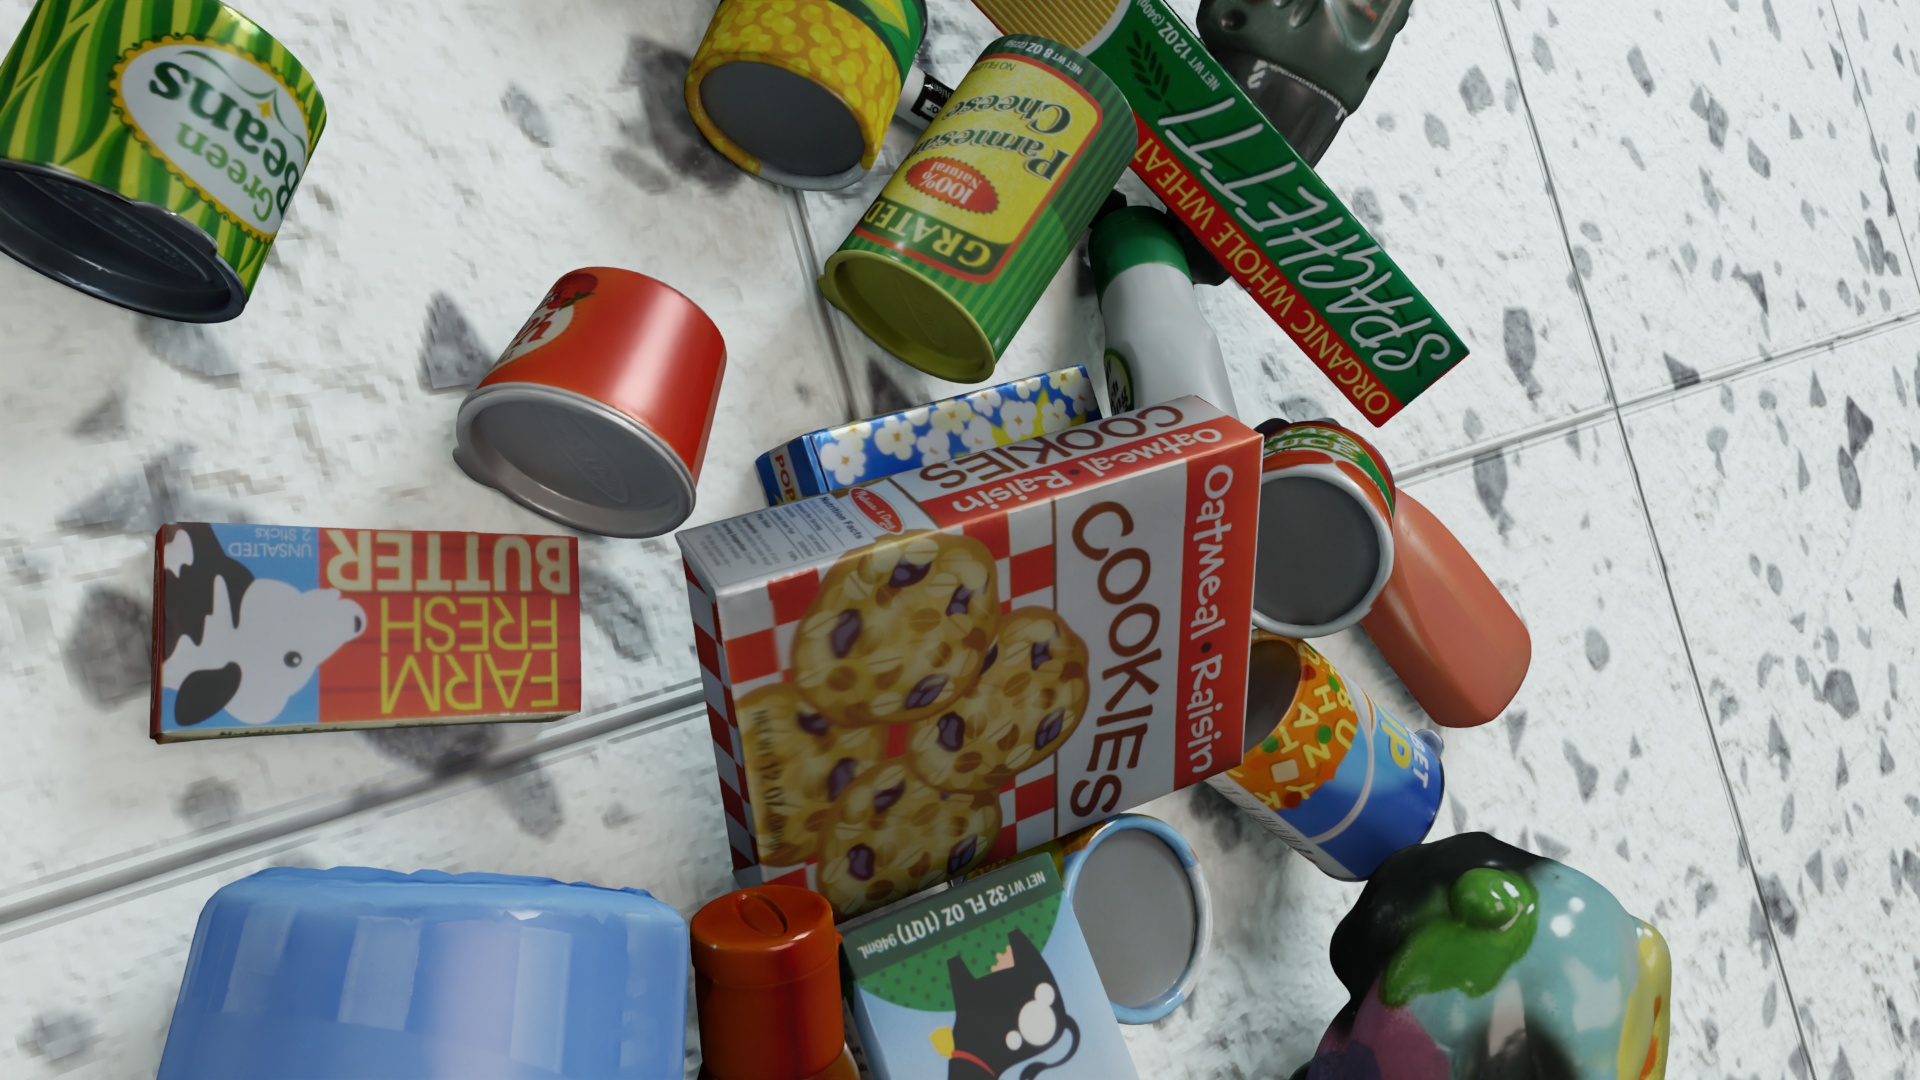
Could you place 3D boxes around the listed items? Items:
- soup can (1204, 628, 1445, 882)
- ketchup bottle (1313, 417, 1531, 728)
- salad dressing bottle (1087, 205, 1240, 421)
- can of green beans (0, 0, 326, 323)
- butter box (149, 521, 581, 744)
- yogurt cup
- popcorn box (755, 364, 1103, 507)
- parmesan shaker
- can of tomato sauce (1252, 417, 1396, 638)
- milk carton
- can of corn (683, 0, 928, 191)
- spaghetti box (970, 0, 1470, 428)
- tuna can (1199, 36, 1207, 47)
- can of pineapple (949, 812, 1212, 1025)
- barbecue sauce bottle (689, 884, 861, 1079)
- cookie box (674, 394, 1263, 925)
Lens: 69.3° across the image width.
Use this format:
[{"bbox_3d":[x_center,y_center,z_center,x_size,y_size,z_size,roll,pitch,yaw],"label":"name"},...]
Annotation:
[{"bbox_3d":[0.135,0.080,0.534,0.083,0.071,0.071,38,60,-23],"label":"soup can"},{"bbox_3d":[0.191,0.012,0.606,0.148,0.043,0.065,48,56,-17],"label":"ketchup bottle"},{"bbox_3d":[0.073,-0.064,0.507,0.064,0.044,0.148,76,8,-48],"label":"salad dressing bottle"},{"bbox_3d":[-0.197,-0.094,0.336,0.071,0.071,0.058,25,66,-29],"label":"can of green beans"},{"bbox_3d":[-0.153,0.024,0.366,0.104,0.024,0.053,2,79,-35],"label":"butter box"},{"bbox_3d":[-0.101,-0.041,0.396,0.072,0.072,0.054,32,55,-26],"label":"yogurt cup"},{"bbox_3d":[0.002,-0.006,0.477,0.127,0.038,0.085,-19,92,-38],"label":"popcorn box"},{"bbox_3d":[0.006,-0.115,0.478,0.071,0.071,0.103,40,71,-23],"label":"parmesan shaker"},{"bbox_3d":[0.132,-0.008,0.533,0.071,0.071,0.083,64,22,-7],"label":"can of tomato sauce"},{"bbox_3d":[0.017,0.195,0.392,0.072,0.073,0.191,-13,75,-31],"label":"milk carton"},{"bbox_3d":[-0.052,-0.159,0.455,0.071,0.071,0.058,29,64,-28],"label":"can of corn"},{"bbox_3d":[0.100,-0.141,0.530,0.249,0.050,0.029,42,18,-18],"label":"spaghetti box"},{"bbox_3d":[0.142,-0.210,0.628,0.071,0.032,0.071,9,75,-34],"label":"tuna can"},{"bbox_3d":[0.040,0.124,0.462,0.071,0.057,0.071,9,75,-34],"label":"can of pineapple"},{"bbox_3d":[-0.046,0.167,0.364,0.044,0.065,0.148,-8,101,-25],"label":"barbecue sauce bottle"},{"bbox_3d":[0.009,0.035,0.412,0.168,0.040,0.122,-16,123,-22],"label":"cookie box"}]
